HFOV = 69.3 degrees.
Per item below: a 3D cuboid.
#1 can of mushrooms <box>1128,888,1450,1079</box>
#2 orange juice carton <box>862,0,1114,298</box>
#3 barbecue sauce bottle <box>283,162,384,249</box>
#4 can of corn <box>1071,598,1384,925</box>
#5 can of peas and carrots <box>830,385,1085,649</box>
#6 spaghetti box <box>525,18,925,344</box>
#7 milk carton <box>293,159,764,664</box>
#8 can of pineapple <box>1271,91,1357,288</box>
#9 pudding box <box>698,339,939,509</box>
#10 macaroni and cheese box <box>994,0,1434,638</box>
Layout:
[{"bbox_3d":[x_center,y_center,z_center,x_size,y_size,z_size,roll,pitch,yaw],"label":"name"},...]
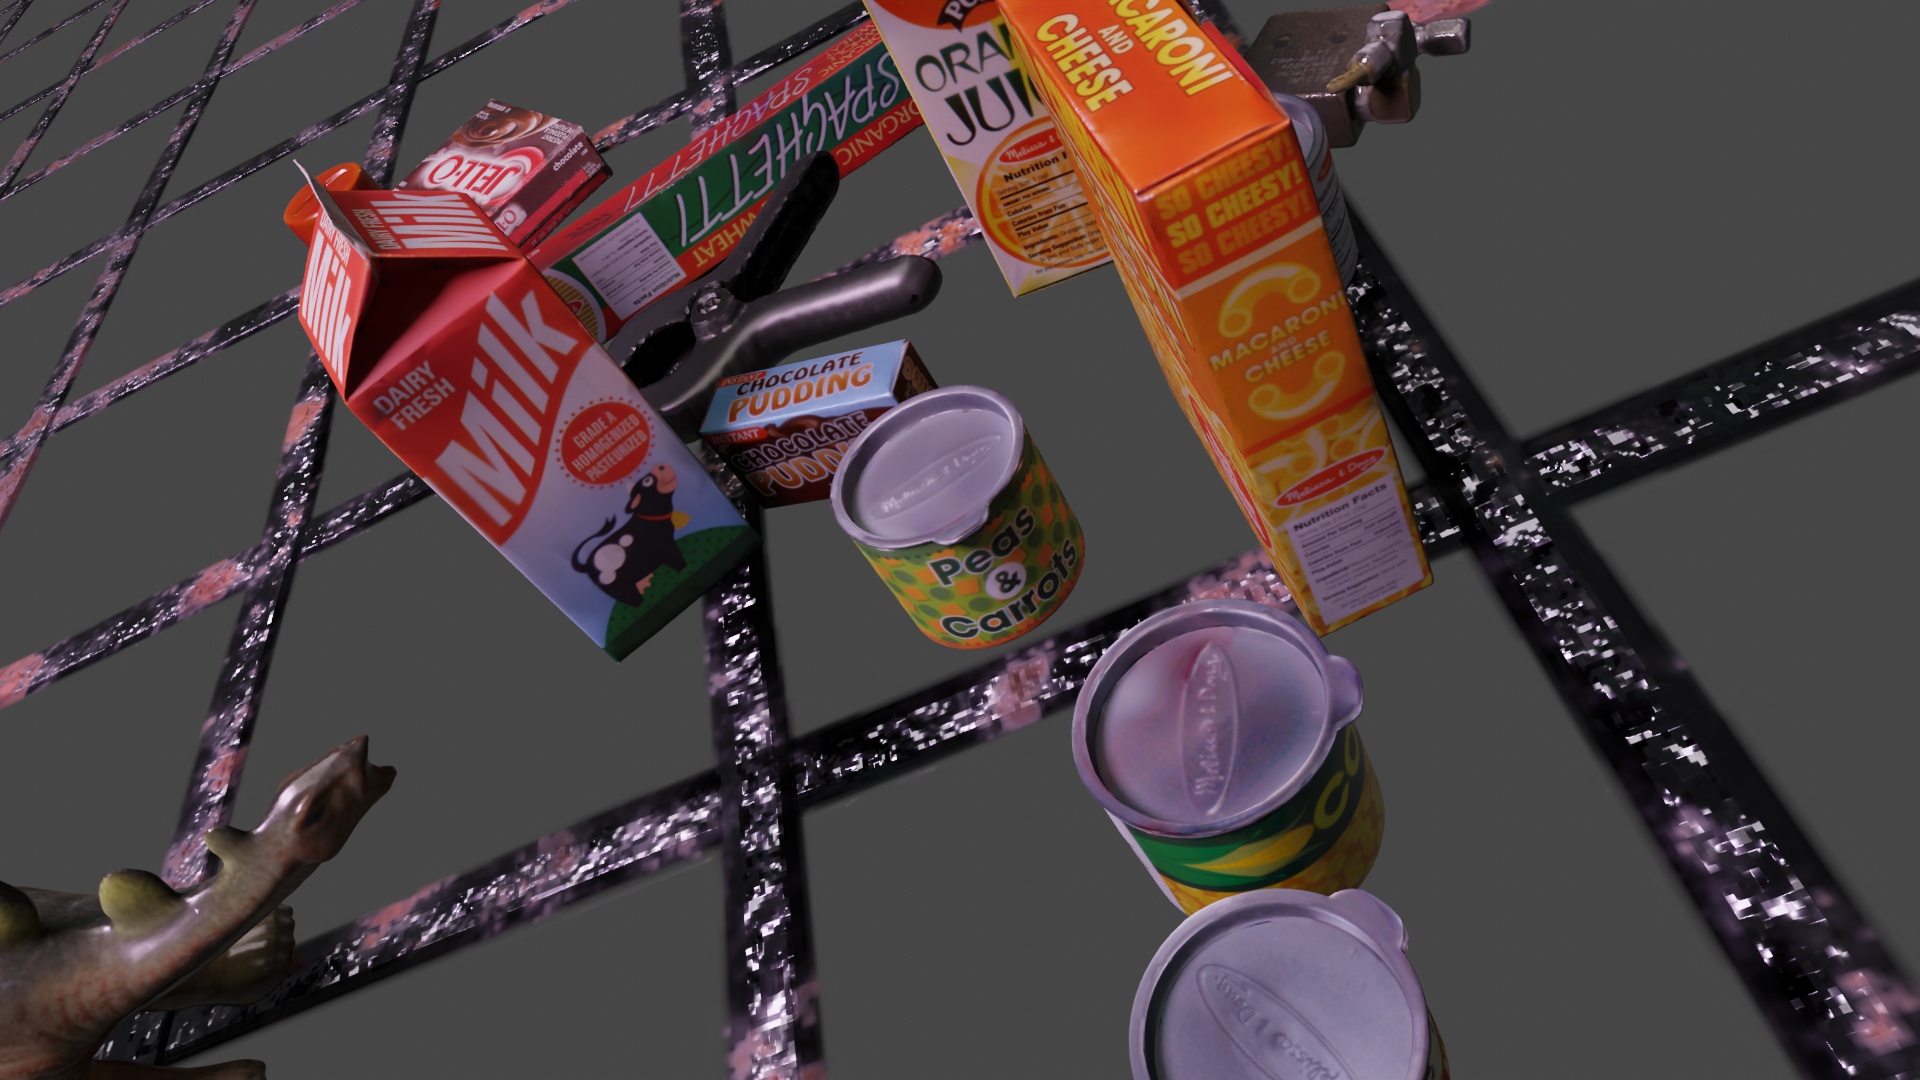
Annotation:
[{"bbox_3d":[0.076,0.115,0.315,0.071,0.033,0.071,-16,46,17],"label":"can of mushrooms"},{"bbox_3d":[0.014,-0.190,0.508,0.073,0.192,0.072,-19,45,15],"label":"orange juice carton"},{"bbox_3d":[-0.215,-0.089,0.583,0.044,0.148,0.065,24,67,42],"label":"barbecue sauce bottle"},{"bbox_3d":[0.071,0.058,0.351,0.071,0.058,0.071,-16,46,17],"label":"can of corn"},{"bbox_3d":[0.002,-0.006,0.448,0.071,0.058,0.071,-16,46,17],"label":"can of peas and carrots"},{"bbox_3d":[-0.122,-0.161,0.665,0.250,0.050,0.029,-35,43,-2],"label":"spaghetti box"},{"bbox_3d":[-0.156,-0.048,0.482,0.073,0.189,0.072,-41,44,-8],"label":"milk carton"},{"bbox_3d":[0.099,-0.113,0.488,0.071,0.057,0.071,-16,46,17],"label":"can of pineapple"},{"bbox_3d":[-0.048,-0.042,0.516,0.083,0.049,0.030,-8,49,25],"label":"pudding box"},{"bbox_3d":[0.072,-0.070,0.386,0.040,0.166,0.124,-27,43,7],"label":"macaroni and cheese box"}]
